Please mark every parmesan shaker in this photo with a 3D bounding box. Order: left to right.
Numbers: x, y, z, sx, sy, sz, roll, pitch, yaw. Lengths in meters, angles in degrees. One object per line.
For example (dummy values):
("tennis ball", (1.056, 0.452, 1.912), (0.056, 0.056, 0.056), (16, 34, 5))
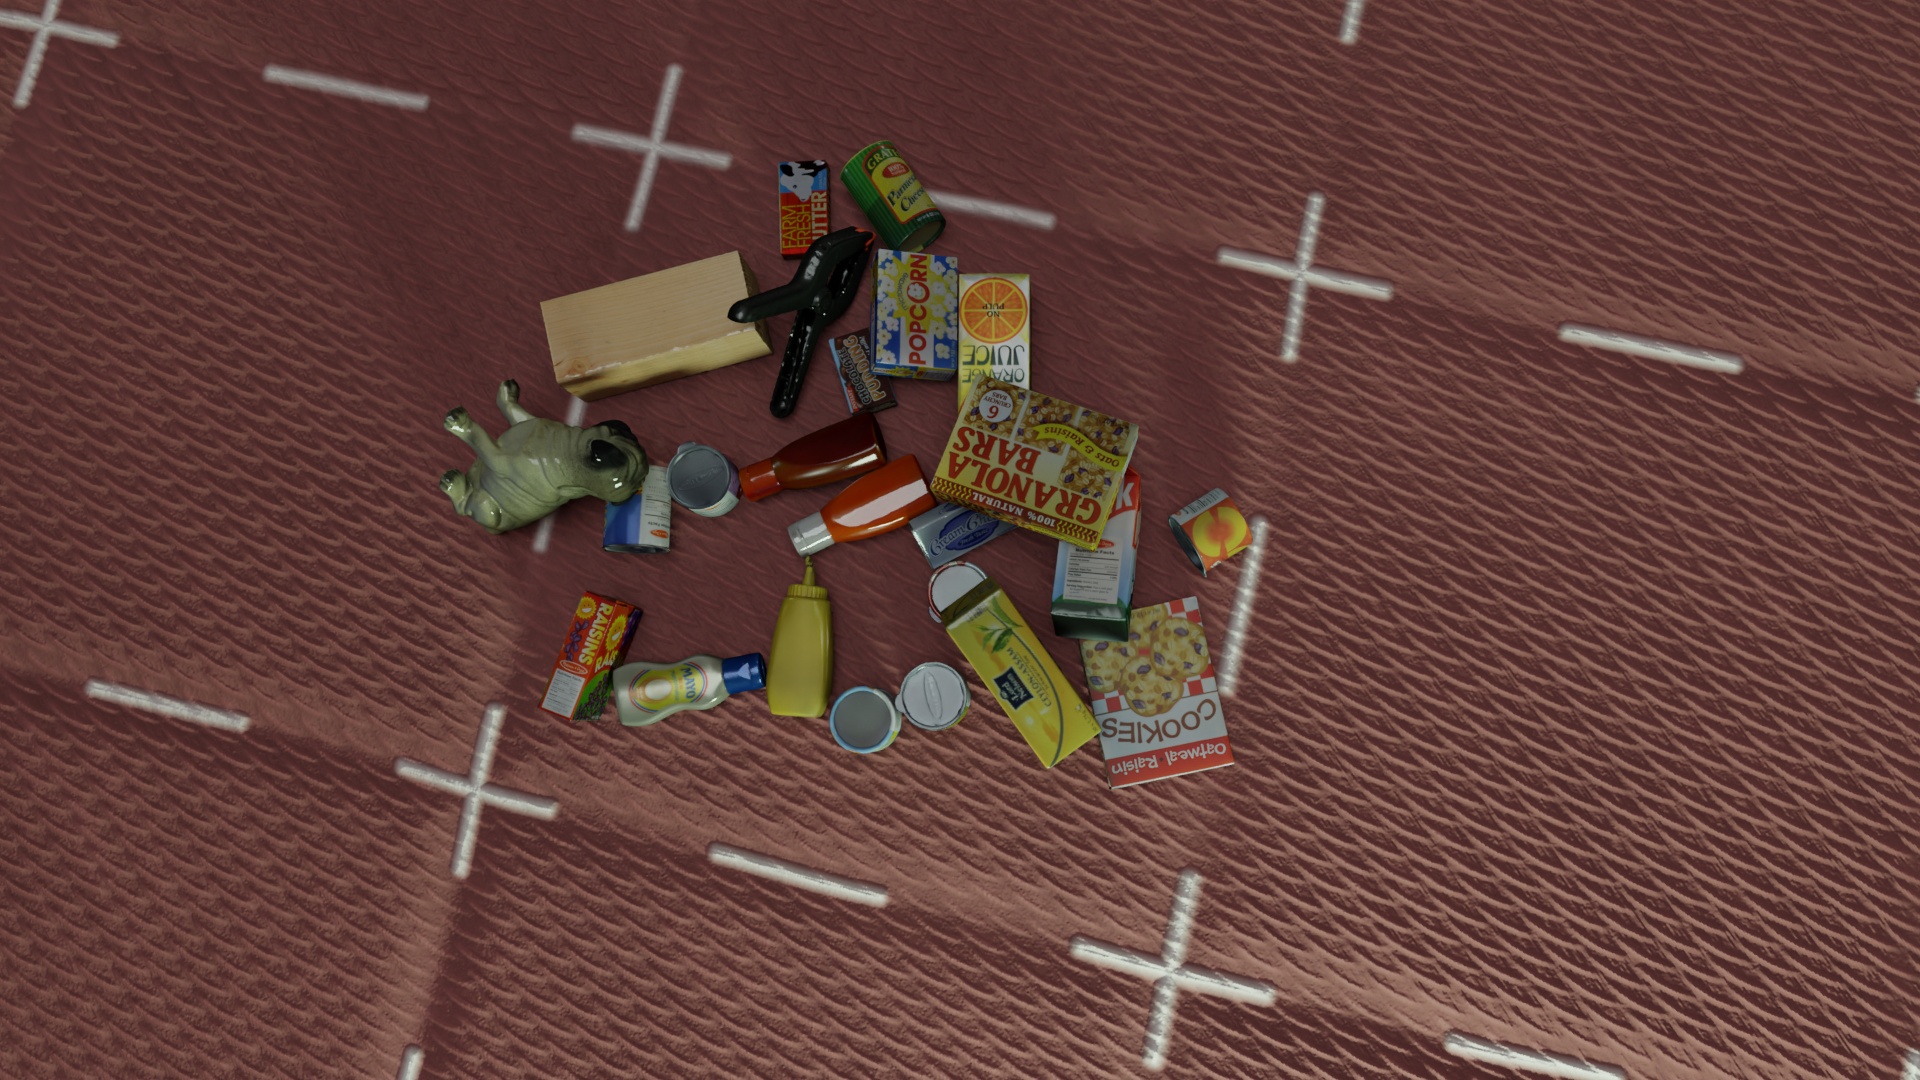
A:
("parmesan shaker", (-0.067, -0.354, 1.440), (0.071, 0.071, 0.103), (-34, 82, -2))

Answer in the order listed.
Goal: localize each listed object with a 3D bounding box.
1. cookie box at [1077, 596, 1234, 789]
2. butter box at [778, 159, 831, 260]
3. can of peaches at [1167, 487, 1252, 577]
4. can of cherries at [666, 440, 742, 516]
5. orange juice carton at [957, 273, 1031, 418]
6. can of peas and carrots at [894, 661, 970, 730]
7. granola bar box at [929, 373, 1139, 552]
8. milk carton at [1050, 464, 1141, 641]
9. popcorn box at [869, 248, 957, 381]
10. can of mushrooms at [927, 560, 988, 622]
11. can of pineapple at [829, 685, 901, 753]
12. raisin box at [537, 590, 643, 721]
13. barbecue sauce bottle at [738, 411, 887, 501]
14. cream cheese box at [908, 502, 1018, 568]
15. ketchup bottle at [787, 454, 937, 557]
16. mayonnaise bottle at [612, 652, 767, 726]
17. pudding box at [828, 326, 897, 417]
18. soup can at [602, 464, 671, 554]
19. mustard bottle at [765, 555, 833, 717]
("cookie box", (0.189, 0.150, 1.365), (0.123, 0.040, 0.167), (-12, 80, 2))
("butter box", (-0.164, -0.348, 1.465), (0.053, 0.024, 0.103), (-3, 81, 3))
("can of peaches", (0.248, -0.008, 1.372), (0.058, 0.071, 0.071), (-32, 82, -2))
("can of cherries", (-0.259, -0.062, 1.412), (0.071, 0.058, 0.071), (-1, 82, 4))
("orange juice carton", (0.035, -0.167, 1.403), (0.073, 0.071, 0.193), (0, 82, 4))
("can of peas and carrots", (-0.027, 0.154, 1.367), (0.071, 0.058, 0.071), (-1, 82, 4))
("granola bar box", (0.071, -0.074, 1.320), (0.166, 0.039, 0.124), (19, 80, 12))
("milk carton", (0.136, -0.003, 1.354), (0.073, 0.072, 0.191), (5, 69, 10))
("popcorn box", (-0.048, -0.229, 1.417), (0.085, 0.038, 0.127), (4, 75, -13))
("can of mushrooms", (-0.002, 0.055, 1.393), (0.071, 0.033, 0.071), (0, 82, 3))
("can of pineapple", (-0.095, 0.177, 1.368), (0.071, 0.058, 0.071), (0, 82, 3))
("raisin box", (-0.365, 0.116, 1.378), (0.040, 0.086, 0.123), (19, 84, 8))
("barbecue sauce bottle", (-0.151, -0.081, 1.411), (0.148, 0.043, 0.065), (-19, 45, 6))
("cream cheese box", (0.005, -0.017, 1.394), (0.104, 0.024, 0.053), (-27, 122, -1))
("ketchup bottle", (-0.101, -0.030, 1.405), (0.149, 0.043, 0.065), (-25, 73, 0))
("mayonnaise bottle", (-0.270, 0.143, 1.391), (0.148, 0.041, 0.065), (-12, 82, 2))
("pudding box", (-0.100, -0.173, 1.433), (0.050, 0.030, 0.084), (-17, 81, 1))
("soup can", (-0.329, -0.031, 1.408), (0.071, 0.071, 0.084), (0, 81, 3))
("mustard bottle", (-0.156, 0.095, 1.388), (0.065, 0.048, 0.160), (5, 82, 2))
